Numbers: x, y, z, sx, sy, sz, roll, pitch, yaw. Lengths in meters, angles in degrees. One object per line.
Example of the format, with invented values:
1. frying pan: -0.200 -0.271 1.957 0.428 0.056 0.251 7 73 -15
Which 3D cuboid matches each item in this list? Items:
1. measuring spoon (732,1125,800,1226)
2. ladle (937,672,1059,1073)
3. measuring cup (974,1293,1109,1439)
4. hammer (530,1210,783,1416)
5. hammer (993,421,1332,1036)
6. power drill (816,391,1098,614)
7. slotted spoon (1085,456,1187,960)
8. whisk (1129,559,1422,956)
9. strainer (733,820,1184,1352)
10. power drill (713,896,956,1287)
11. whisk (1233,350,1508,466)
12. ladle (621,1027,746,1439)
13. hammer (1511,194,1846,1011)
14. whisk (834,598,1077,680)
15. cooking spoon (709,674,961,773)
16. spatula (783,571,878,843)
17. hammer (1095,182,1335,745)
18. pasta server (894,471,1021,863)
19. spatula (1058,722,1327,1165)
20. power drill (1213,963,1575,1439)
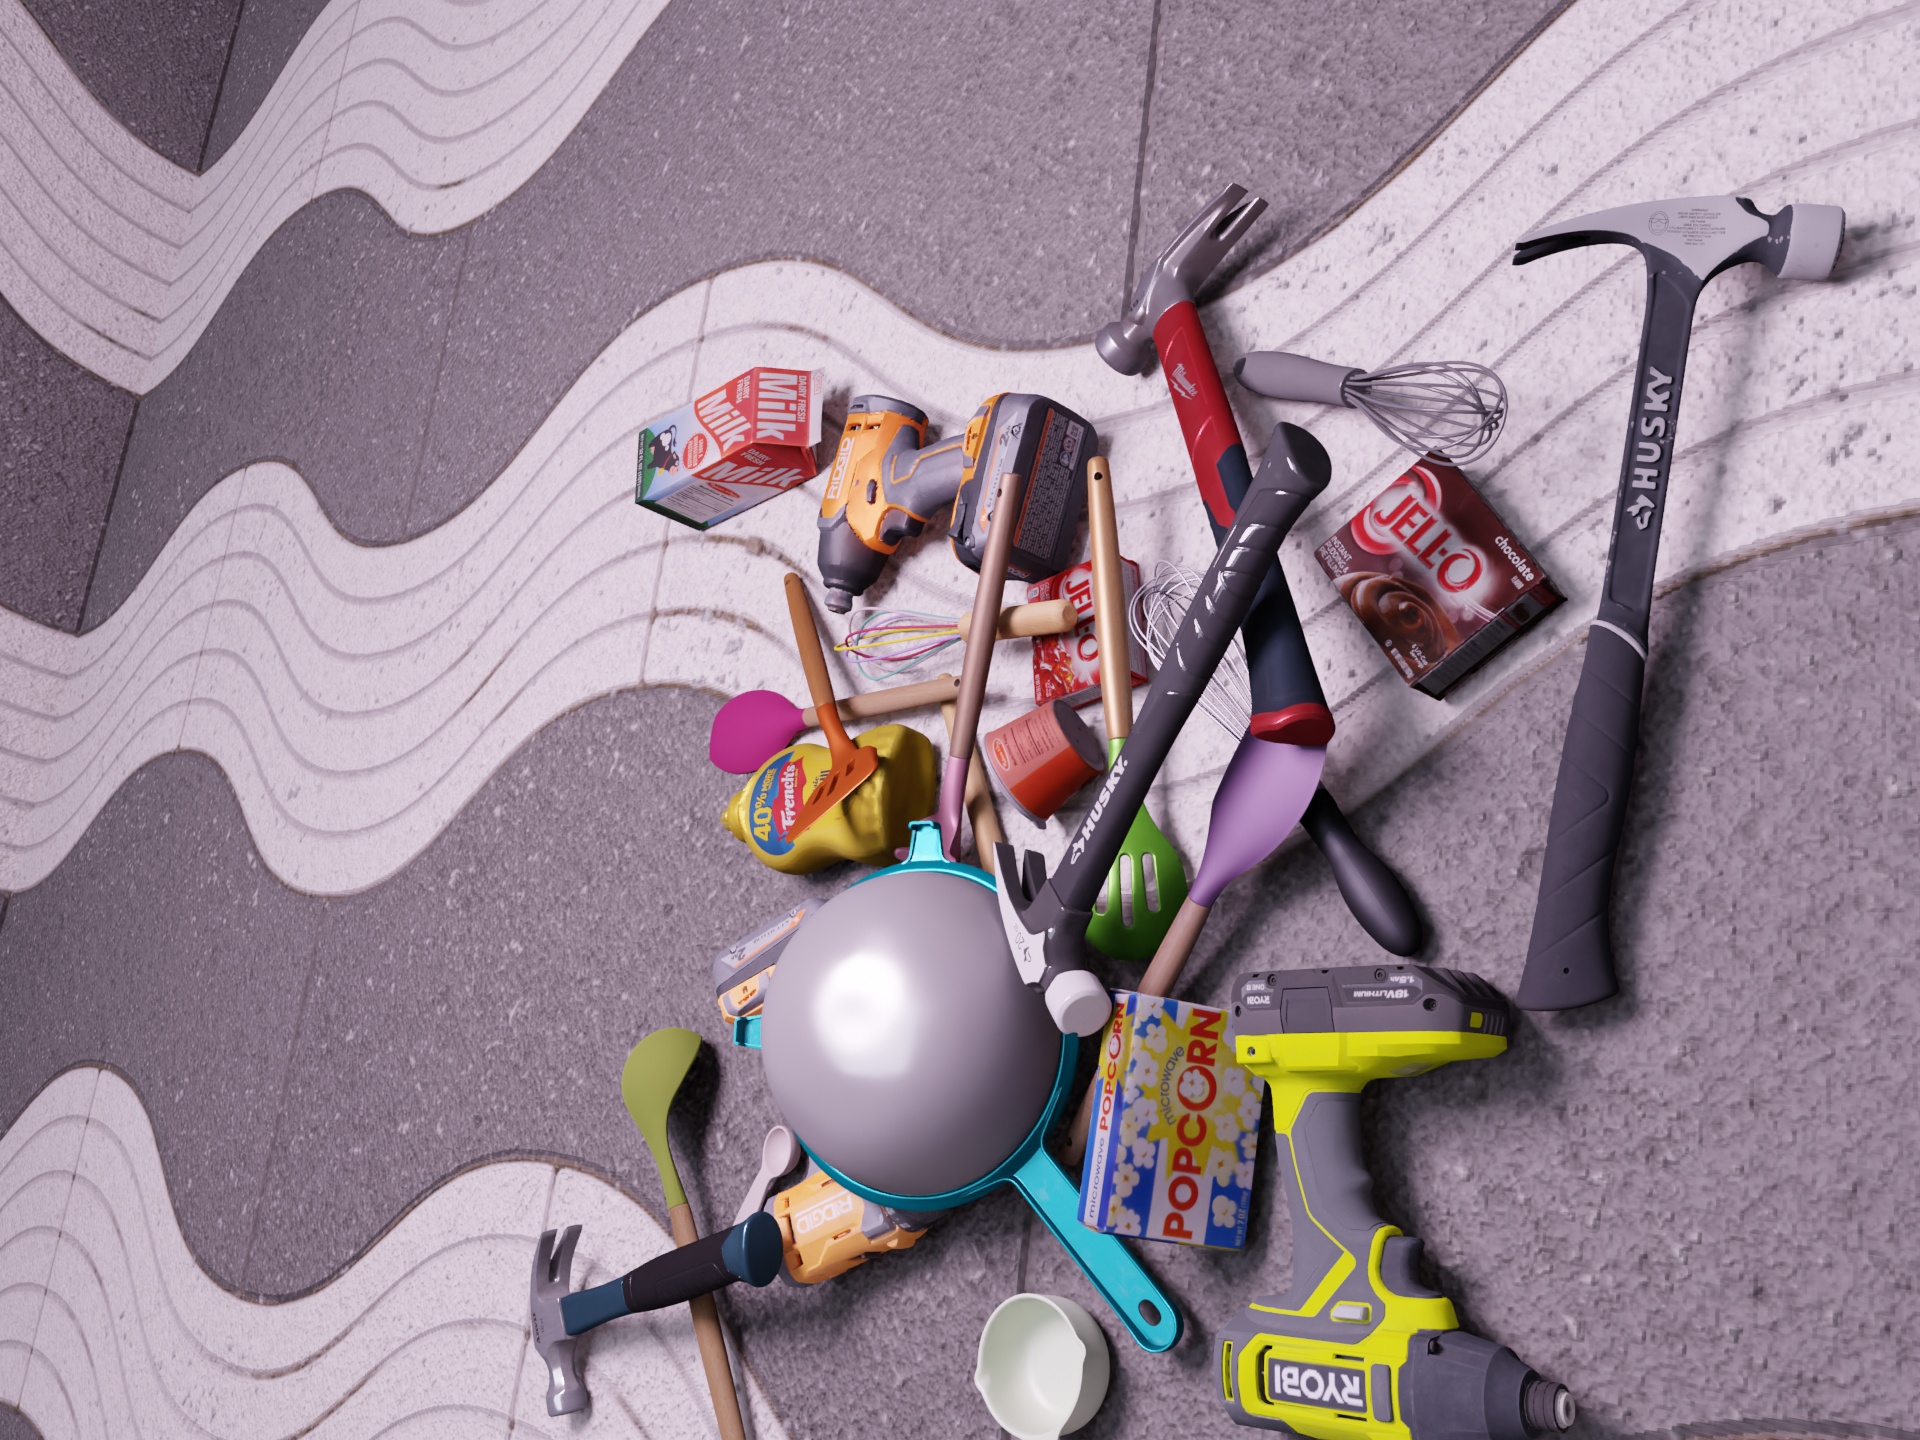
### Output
1. measuring spoon: -0.139 0.339 1.113 0.034 0.018 0.124 41 111 51
2. ladle: 0.022 0.097 1.036 0.069 0.031 0.316 -38 51 31
3. measuring cup: 0.059 0.405 0.883 0.083 0.038 0.168 -31 58 32
4. hammer: -0.217 0.393 1.096 0.331 0.033 0.128 -35 64 43
5. hammer: 0.107 -0.004 0.861 0.334 0.035 0.146 -65 25 20
6. power drill: -0.019 -0.150 1.128 0.227 0.084 0.164 10 83 49
7. slotted spoon: 0.093 -0.013 0.968 0.070 0.031 0.314 -5 76 9
8. whisk: 0.177 0.014 0.899 0.070 0.070 0.285 -45 54 23
9. strainer: -0.004 0.220 0.906 0.211 0.095 0.341 -48 59 7
10. power drill: -0.066 0.231 1.036 0.185 0.084 0.226 -33 59 27
11. whisk: 0.224 -0.186 0.907 0.055 0.055 0.239 -63 29 6
12. ladle: -0.181 0.367 1.121 0.078 0.062 0.320 -48 52 40
13. hammer: 0.319 -0.059 0.776 0.149 0.036 0.409 10 86 17
14. whisk: -0.010 -0.059 1.087 0.245 0.047 0.051 -3 76 52
15. cooking spoon: -0.096 -0.006 1.181 0.319 0.017 0.069 -10 68 46
16. spatula: -0.105 -0.026 1.138 0.081 0.041 0.323 -40 35 14
17. hammer: 0.162 -0.150 0.919 0.143 0.038 0.387 -47 38 37
18. pasta server: -0.002 -0.003 1.026 0.060 0.040 0.316 25 108 53
19. spatula: 0.126 0.125 0.896 0.060 0.018 0.316 43 116 44
20. power drill: 0.207 0.236 0.777 0.171 0.080 0.223 -12 71 41
